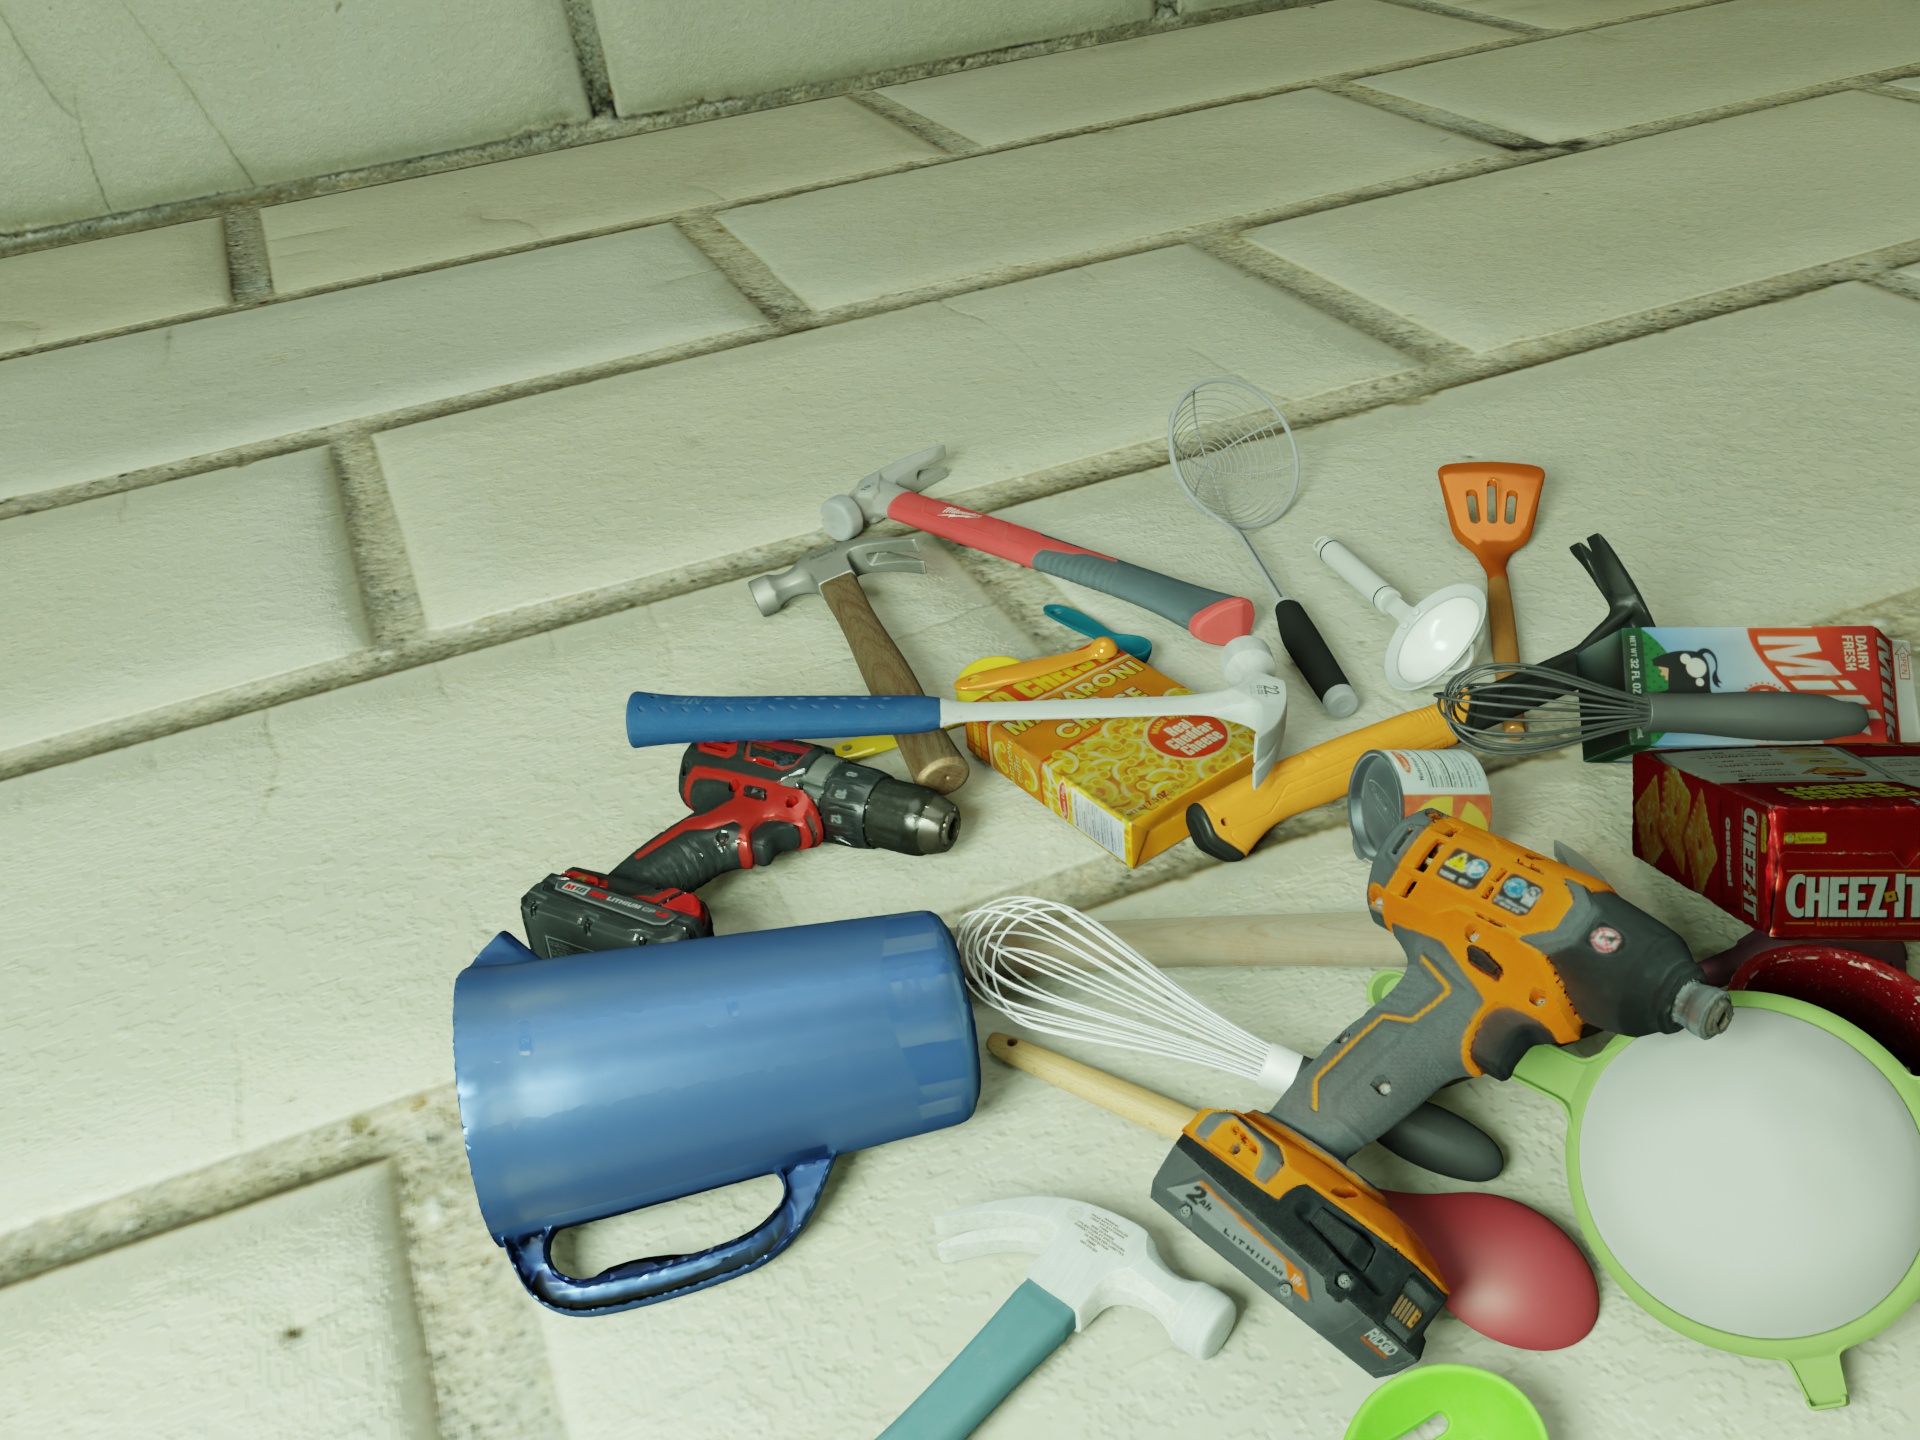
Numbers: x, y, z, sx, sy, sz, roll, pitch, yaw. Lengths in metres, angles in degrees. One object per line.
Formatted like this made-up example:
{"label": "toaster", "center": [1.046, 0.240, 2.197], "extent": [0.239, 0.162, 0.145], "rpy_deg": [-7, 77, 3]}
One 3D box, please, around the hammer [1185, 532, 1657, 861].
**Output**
{"label": "hammer", "center": [0.288, -0.002, 0.985], "extent": [0.337, 0.127, 0.034], "rpy_deg": [-22, -4, -13]}

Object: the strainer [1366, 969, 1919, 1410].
{"label": "strainer", "center": [0.282, 0.166, 0.689], "extent": [0.257, 0.069, 0.151], "rpy_deg": [25, 89, 38]}

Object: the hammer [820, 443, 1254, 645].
{"label": "hammer", "center": [0.071, -0.140, 1.262], "extent": [0.387, 0.038, 0.143], "rpy_deg": [24, 43, 36]}

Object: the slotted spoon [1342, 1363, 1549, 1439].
{"label": "slotted spoon", "center": [0.080, 0.326, 0.599], "extent": [0.313, 0.031, 0.070], "rpy_deg": [-18, 51, -12]}

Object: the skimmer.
{"label": "skimmer", "center": [0.240, -0.139, 1.185], "extent": [0.127, 0.090, 0.364], "rpy_deg": [18, 31, -22]}

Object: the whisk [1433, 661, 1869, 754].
{"label": "whisk", "center": [0.385, -0.005, 0.889], "extent": [0.239, 0.055, 0.055], "rpy_deg": [2, 35, 3]}

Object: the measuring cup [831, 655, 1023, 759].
{"label": "measuring cup", "center": [-0.020, -0.008, 1.091], "extent": [0.156, 0.029, 0.062], "rpy_deg": [-18, 36, -17]}

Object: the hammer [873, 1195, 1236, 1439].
{"label": "hammer", "center": [-0.037, 0.311, 0.634], "extent": [0.128, 0.033, 0.331], "rpy_deg": [25, 46, 36]}

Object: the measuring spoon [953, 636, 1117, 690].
{"label": "measuring spoon", "center": [0.051, -0.039, 1.068], "extent": [0.117, 0.011, 0.021], "rpy_deg": [-14, 35, -12]}

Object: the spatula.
{"label": "spatula", "center": [0.387, -0.093, 1.140], "extent": [0.081, 0.041, 0.323], "rpy_deg": [3, 37, 12]}

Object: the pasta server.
{"label": "pasta server", "center": [0.344, 0.149, 0.814], "extent": [0.316, 0.040, 0.060], "rpy_deg": [-17, 36, -8]}

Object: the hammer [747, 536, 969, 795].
{"label": "hammer", "center": [-0.056, -0.046, 1.122], "extent": [0.130, 0.031, 0.332], "rpy_deg": [-25, 35, -5]}

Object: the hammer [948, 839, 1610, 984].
{"label": "hammer", "center": [0.143, 0.117, 0.869], "extent": [0.410, 0.038, 0.146], "rpy_deg": [-3, 19, 10]}

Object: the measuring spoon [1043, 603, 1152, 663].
{"label": "measuring spoon", "center": [0.096, -0.059, 1.165], "extent": [0.042, 0.021, 0.129], "rpy_deg": [-16, 26, -22]}

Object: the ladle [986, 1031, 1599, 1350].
{"label": "ladle", "center": [0.144, 0.209, 0.760], "extent": [0.316, 0.031, 0.069], "rpy_deg": [17, 44, 32]}

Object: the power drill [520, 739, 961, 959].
{"label": "power drill", "center": [-0.123, 0.088, 0.936], "extent": [0.188, 0.080, 0.227], "rpy_deg": [12, 36, 24]}

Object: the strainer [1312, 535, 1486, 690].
{"label": "strainer", "center": [0.312, -0.083, 1.138], "extent": [0.087, 0.050, 0.259], "rpy_deg": [-50, 28, 13]}

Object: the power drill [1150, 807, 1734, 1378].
{"label": "power drill", "center": [0.204, 0.155, 0.675], "extent": [0.226, 0.084, 0.164], "rpy_deg": [-51, 38, -10]}

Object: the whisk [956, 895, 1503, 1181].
{"label": "whisk", "center": [0.126, 0.157, 0.778], "extent": [0.285, 0.070, 0.070], "rpy_deg": [22, 42, 15]}

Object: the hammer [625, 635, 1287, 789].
{"label": "hammer", "center": [-0.002, -0.003, 0.977], "extent": [0.405, 0.035, 0.144], "rpy_deg": [-2, 28, 2]}
